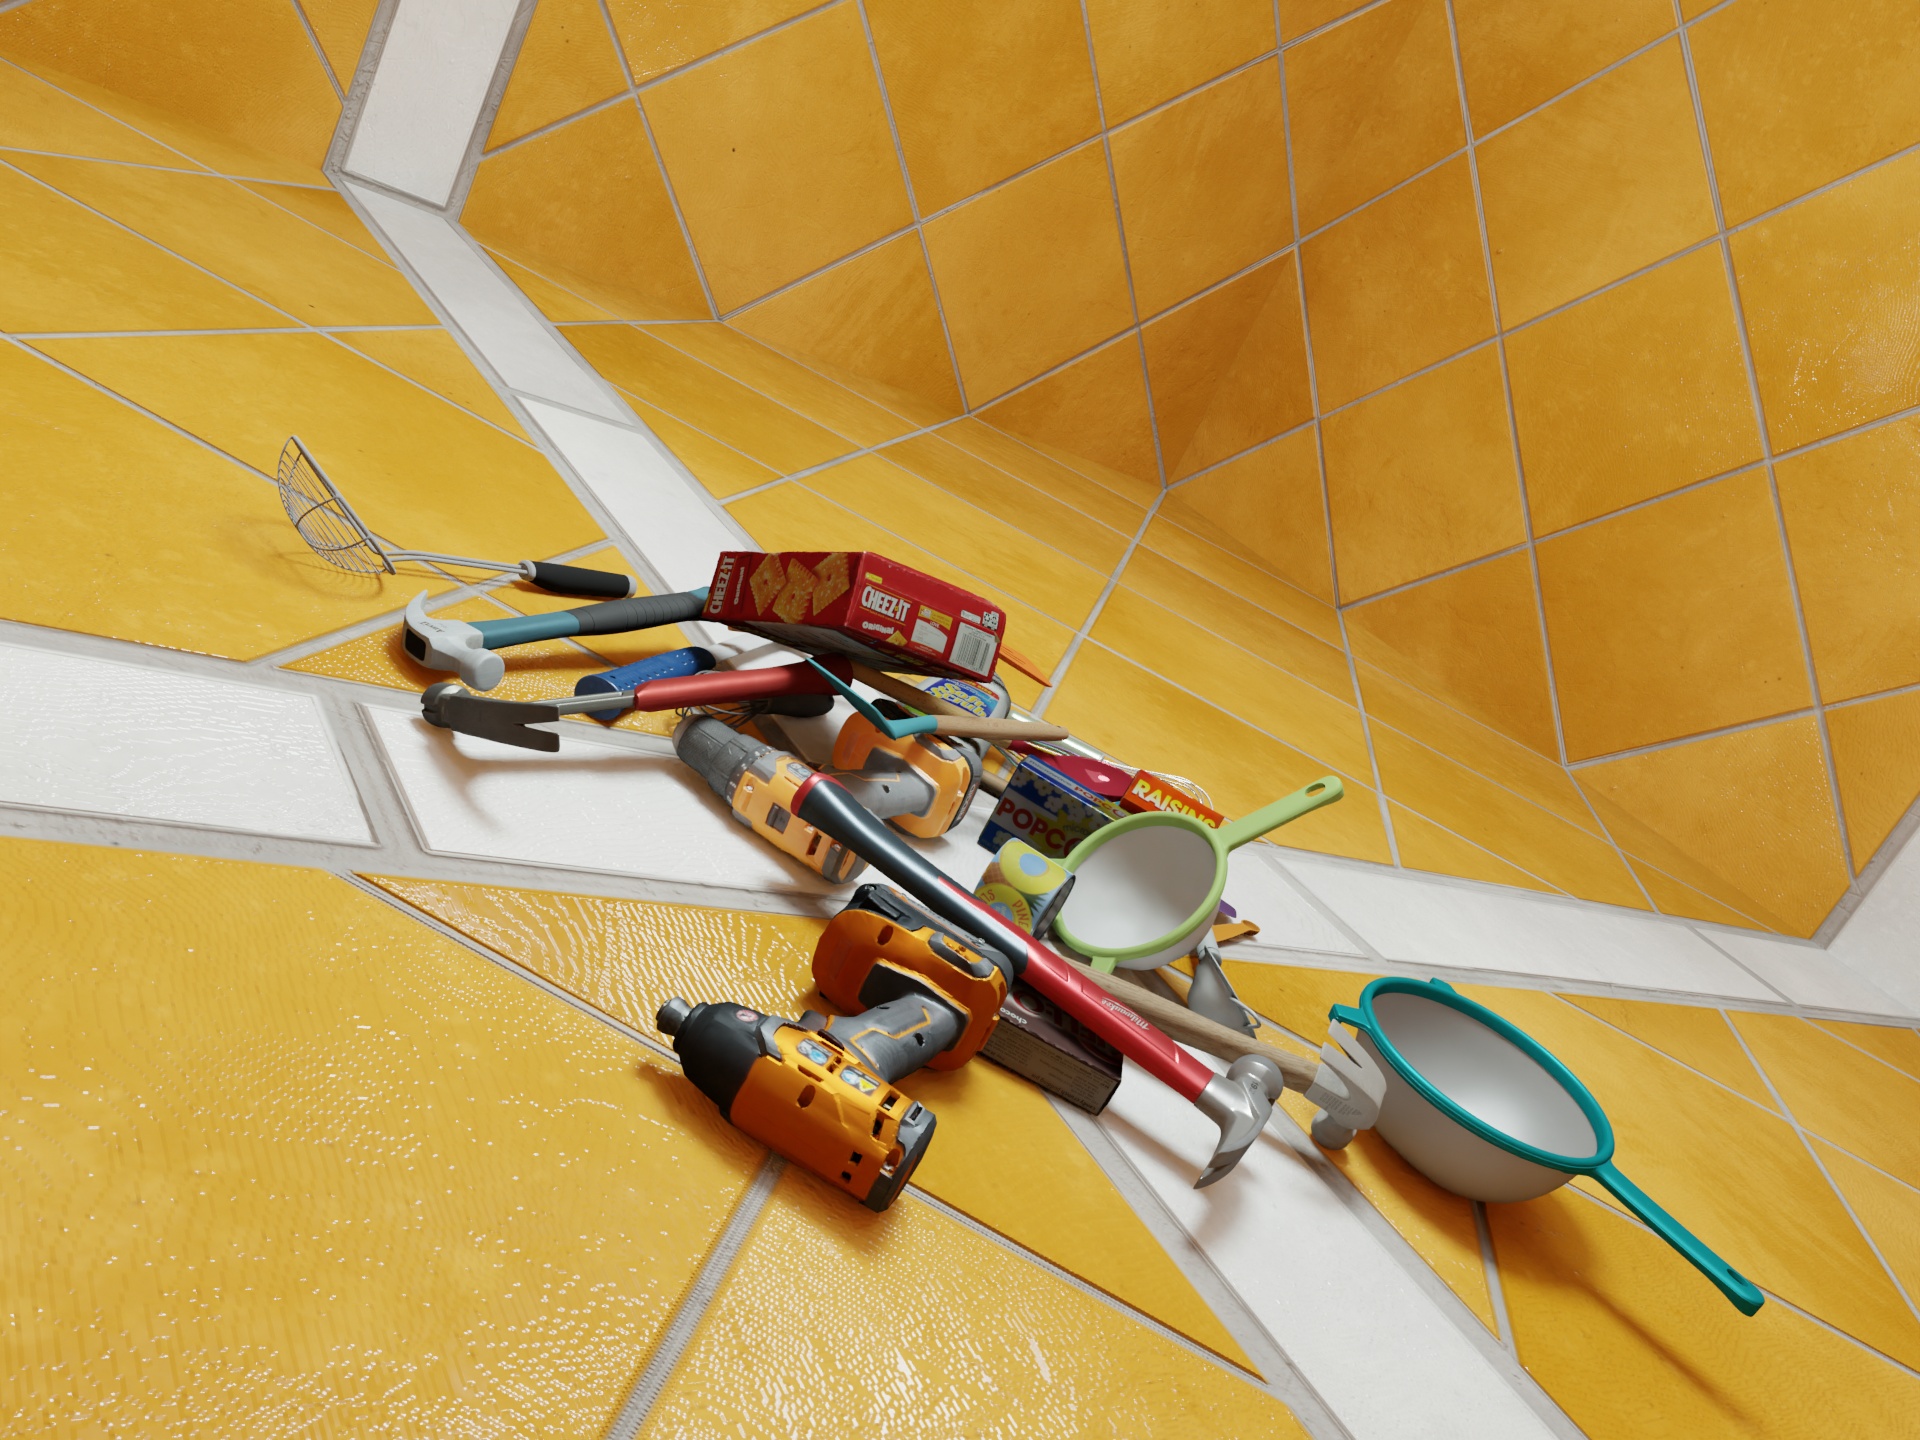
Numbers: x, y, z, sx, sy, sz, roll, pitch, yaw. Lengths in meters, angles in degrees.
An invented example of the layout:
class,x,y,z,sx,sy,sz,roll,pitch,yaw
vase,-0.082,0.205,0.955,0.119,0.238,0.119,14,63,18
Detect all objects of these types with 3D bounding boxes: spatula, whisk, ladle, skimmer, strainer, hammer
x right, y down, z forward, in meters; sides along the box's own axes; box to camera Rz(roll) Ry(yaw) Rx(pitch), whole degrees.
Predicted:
class,x,y,z,sx,sy,sz,roll,pitch,yaw
spatula,-0.064,-0.072,1.515,0.322,0.041,0.081,3,23,-21
whisk,-0.171,-0.014,1.379,0.055,0.055,0.239,34,14,20
ladle,0.021,0.008,1.399,0.315,0.031,0.069,25,19,-22
skimmer,-0.408,-0.159,1.354,0.127,0.090,0.363,44,22,31
whisk,0.152,0.051,1.668,0.246,0.059,0.057,27,-19,11
strainer,0.198,0.125,1.283,0.069,0.256,0.152,62,2,-36
spatula,0.119,0.106,1.497,0.316,0.018,0.060,28,10,4
hammer,-0.231,-0.060,1.429,0.144,0.035,0.405,31,18,9
hammer,-0.309,-0.080,1.296,0.128,0.033,0.331,24,21,27
whisk,0.036,0.020,1.598,0.245,0.051,0.047,29,-4,18
strainer,0.421,0.333,1.185,0.211,0.095,0.341,1,34,-49
hammer,0.144,0.211,1.140,0.331,0.130,0.031,22,56,7
strainer,0.206,0.203,1.314,0.087,0.050,0.258,63,8,-12
hammer,0.035,0.160,1.064,0.386,0.038,0.143,35,22,14
spatula,-0.002,-0.004,1.307,0.082,0.044,0.317,35,19,35
hammer,-0.207,-0.020,1.190,0.149,0.036,0.359,8,11,39

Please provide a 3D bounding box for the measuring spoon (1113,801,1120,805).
class,x,y,z,sx,sy,sz,roll,pitch,yaw
measuring spoon,0.163,0.097,1.555,0.042,0.021,0.128,29,9,4

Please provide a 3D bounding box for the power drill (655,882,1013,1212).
class,x,y,z,sx,sy,sz,roll,pitch,yaw
power drill,-0.069,0.178,0.935,0.164,0.084,0.226,30,22,8

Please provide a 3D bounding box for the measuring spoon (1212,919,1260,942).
class,x,y,z,sx,sy,sz,roll,pitch,yaw
measuring spoon,0.237,0.195,1.442,0.021,0.011,0.117,35,23,33

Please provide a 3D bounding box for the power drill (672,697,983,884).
class,x,y,z,sx,sy,sz,roll,pitch,yaw
power drill,-0.105,0.041,1.268,0.185,0.084,0.226,32,23,21
